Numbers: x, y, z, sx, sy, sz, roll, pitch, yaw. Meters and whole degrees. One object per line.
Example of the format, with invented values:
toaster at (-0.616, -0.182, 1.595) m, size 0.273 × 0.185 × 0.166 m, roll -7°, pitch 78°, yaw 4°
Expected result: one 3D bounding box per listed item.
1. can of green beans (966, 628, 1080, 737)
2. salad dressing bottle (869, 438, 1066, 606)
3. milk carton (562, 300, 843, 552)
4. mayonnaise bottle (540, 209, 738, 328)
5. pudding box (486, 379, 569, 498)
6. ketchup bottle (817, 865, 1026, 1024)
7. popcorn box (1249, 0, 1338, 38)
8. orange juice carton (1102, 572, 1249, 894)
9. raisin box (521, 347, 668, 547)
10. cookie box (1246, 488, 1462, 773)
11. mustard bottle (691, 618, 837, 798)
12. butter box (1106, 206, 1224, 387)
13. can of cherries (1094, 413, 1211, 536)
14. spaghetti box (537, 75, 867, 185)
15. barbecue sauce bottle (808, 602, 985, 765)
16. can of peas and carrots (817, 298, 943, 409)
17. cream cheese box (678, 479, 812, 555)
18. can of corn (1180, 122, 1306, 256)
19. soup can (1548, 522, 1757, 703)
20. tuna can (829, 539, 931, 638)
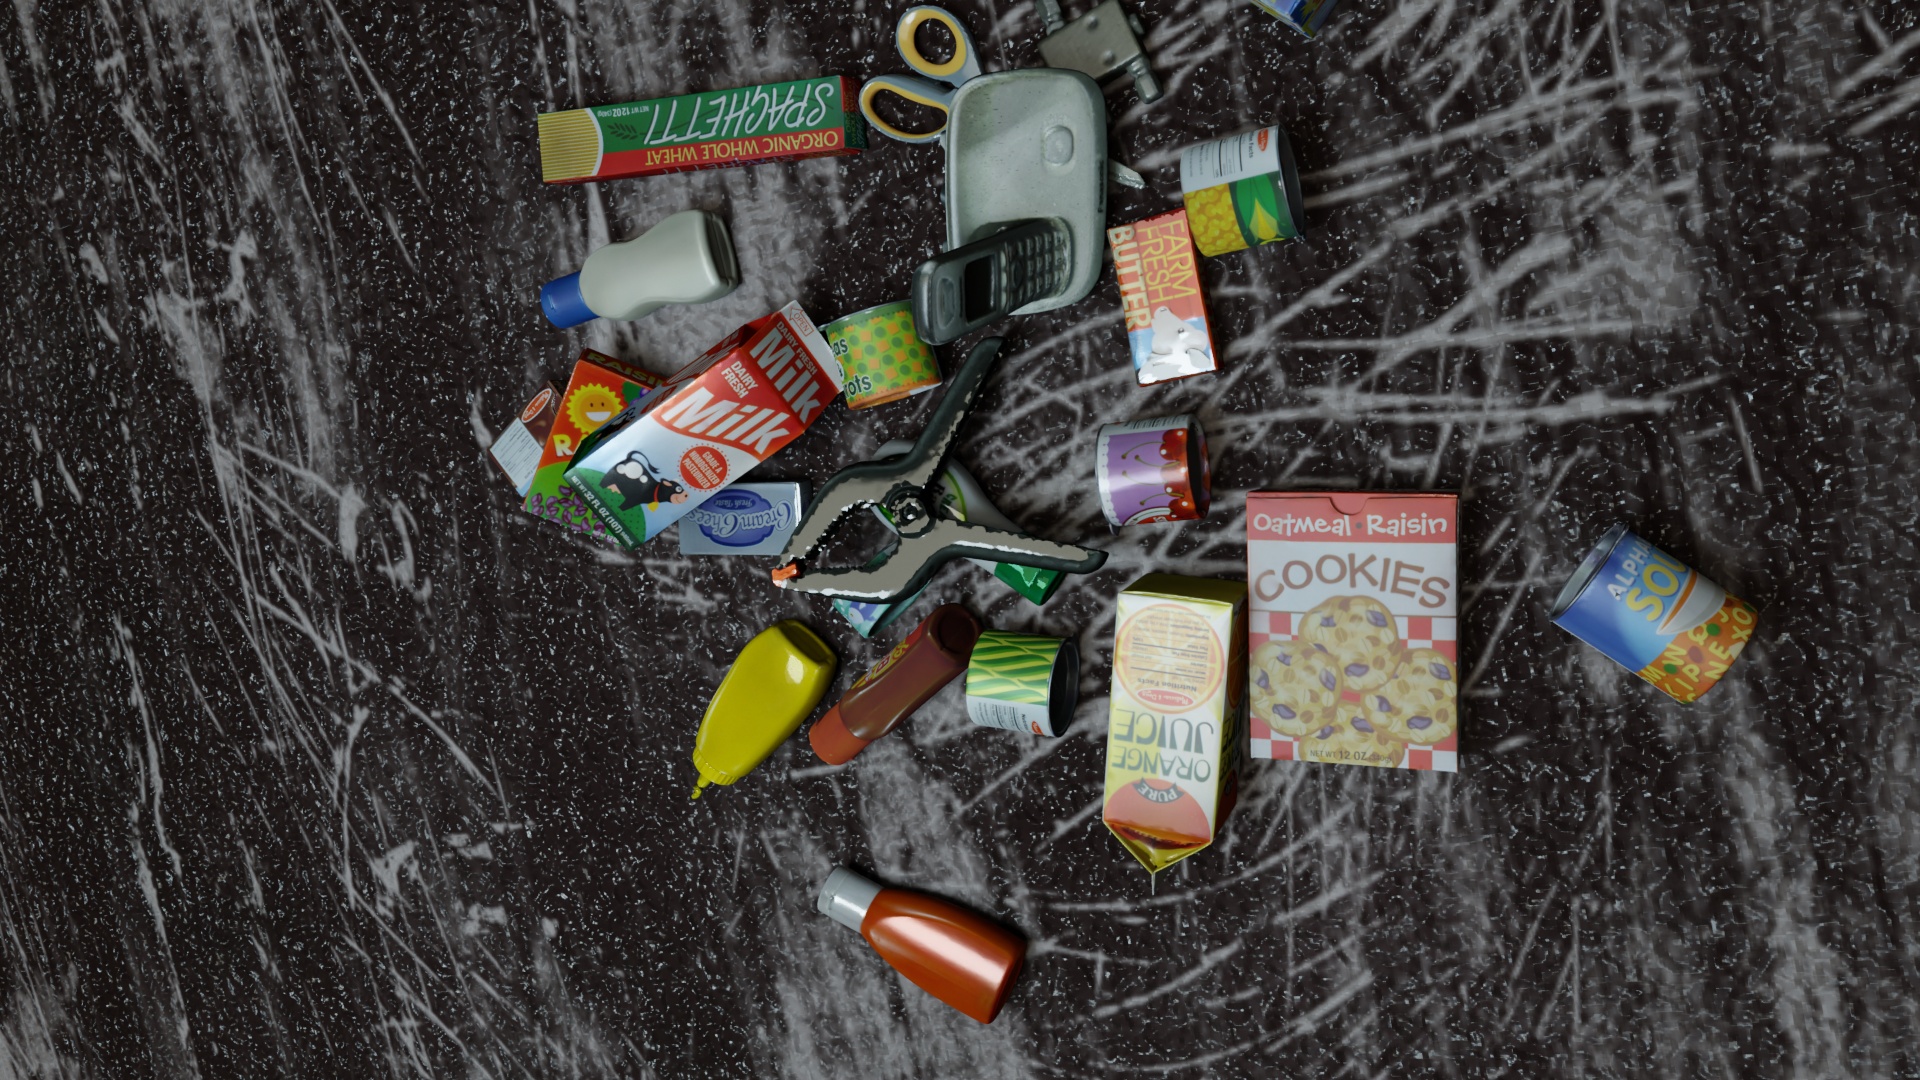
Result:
can of green beans at (0.042, 0.093, 0.916) m, size 0.058 × 0.071 × 0.071 m, roll 6°, pitch 101°, yaw 22°
salad dressing bottle at (0.003, -0.012, 0.926) m, size 0.148 × 0.044 × 0.064 m, roll 34°, pitch 101°, yaw 13°
milk carton at (-0.169, -0.082, 0.945) m, size 0.190 × 0.074 × 0.072 m, roll -33°, pitch 111°, yaw 9°
mayonnaise bottle at (-0.233, -0.188, 0.996) m, size 0.148 × 0.041 × 0.064 m, roll -12°, pitch 92°, yaw 24°
pudding box at (-0.314, -0.077, 1.051) m, size 0.083 × 0.030 × 0.050 m, roll -42°, pitch 81°, yaw 22°
ketchup bottle at (-0.030, 0.280, 0.986) m, size 0.149 × 0.043 × 0.064 m, roll 24°, pitch 106°, yaw 17°
popcorn box at (0.153, -0.340, 0.792) m, size 0.127 × 0.085 × 0.038 m, roll 37°, pitch 111°, yaw 12°
orange juice carton at (0.137, 0.122, 0.879) m, size 0.073 × 0.072 × 0.192 m, roll 6°, pitch 101°, yaw 21°
raisin box at (-0.254, -0.066, 1.007) m, size 0.086 × 0.040 × 0.123 m, roll 22°, pitch 108°, yaw -13°
cookie box at (0.239, 0.052, 0.844) m, size 0.123 × 0.040 × 0.167 m, roll 1°, pitch 99°, yaw 22°
mustard bottle at (-0.154, 0.130, 1.010) m, size 0.065 × 0.049 × 0.159 m, roll 43°, pitch 112°, yaw 11°
butter box at (0.128, -0.151, 0.865) m, size 0.053 × 0.024 × 0.103 m, roll -10°, pitch 95°, yaw 24°
can of cherries at (0.121, -0.041, 0.863) m, size 0.058 × 0.072 × 0.071 m, roll -5°, pitch 97°, yaw 21°
spaghetti box at (-0.184, -0.284, 0.967) m, size 0.250 × 0.029 × 0.050 m, roll 0°, pitch 99°, yaw 22°
barbecue sauce bottle at (-0.047, 0.104, 0.958) m, size 0.043 × 0.065 × 0.148 m, roll 47°, pitch 121°, yaw 0°
can of peas and carrots at (-0.052, -0.122, 0.918) m, size 0.071 × 0.071 × 0.058 m, roll -16°, pitch 93°, yaw 23°
cream cheese box at (-0.155, -0.017, 1.000) m, size 0.104 × 0.024 × 0.053 m, roll 0°, pitch 99°, yaw 22°
can of corn at (0.168, -0.204, 0.820) m, size 0.058 × 0.071 × 0.071 m, roll -9°, pitch 95°, yaw 24°
soup can at (0.384, 0.039, 0.769) m, size 0.084 × 0.071 × 0.071 m, roll 34°, pitch 109°, yaw 13°
tuna can at (-0.054, 0.035, 0.944) m, size 0.033 × 0.071 × 0.071 m, roll 46°, pitch 112°, yaw 9°
